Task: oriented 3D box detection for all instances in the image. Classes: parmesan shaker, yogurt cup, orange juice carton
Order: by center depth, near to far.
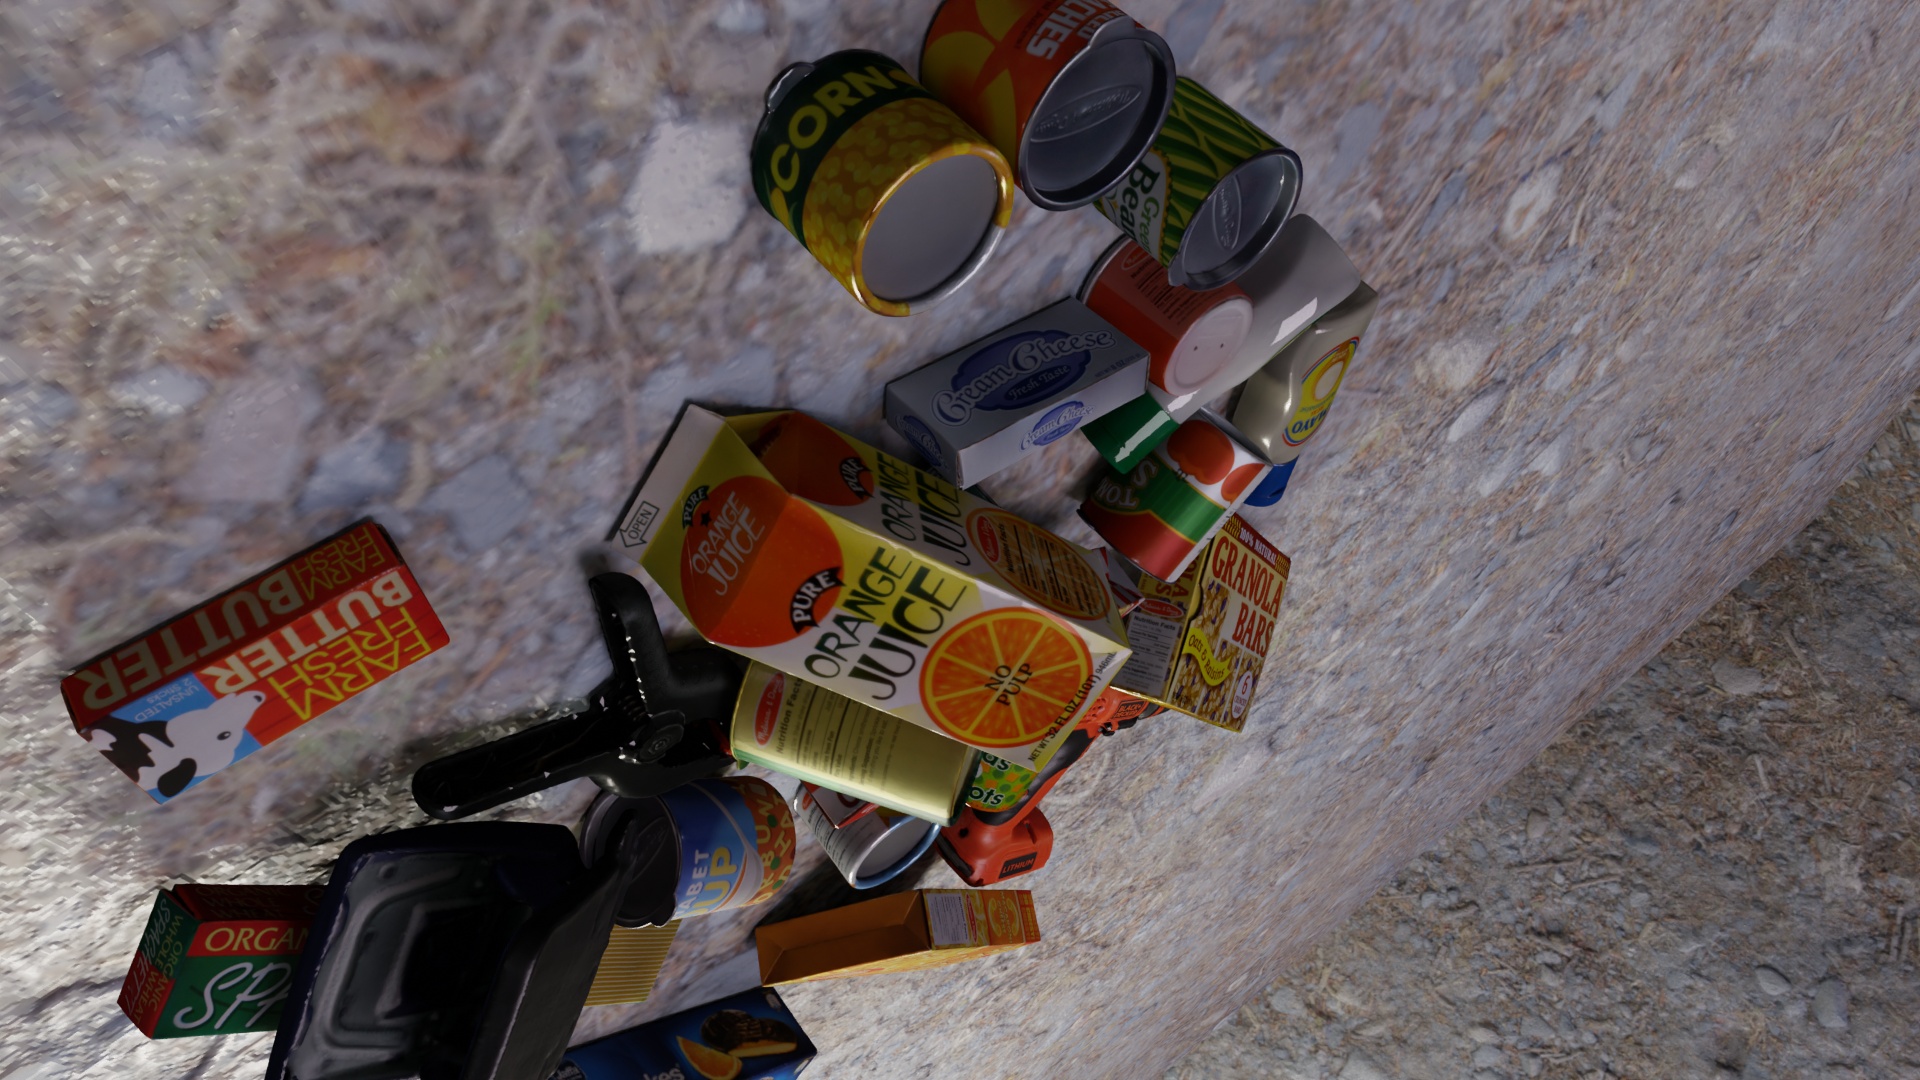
[{"bbox_3d":[-0.035,0.014,0.551,0.192,0.073,0.071,25,115,-20],"label":"orange juice carton"},{"bbox_3d":[-0.043,0.084,0.622,0.071,0.103,0.071,14,92,-80],"label":"parmesan shaker"},{"bbox_3d":[0.095,-0.102,0.627,0.072,0.054,0.072,-31,149,-21],"label":"yogurt cup"}]

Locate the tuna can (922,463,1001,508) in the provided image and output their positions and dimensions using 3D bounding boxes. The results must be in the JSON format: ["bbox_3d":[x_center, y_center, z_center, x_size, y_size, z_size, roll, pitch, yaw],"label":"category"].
[{"bbox_3d":[0.002,-0.008,0.628,0.033,0.071,0.071,-43,152,1],"label":"tuna can"}]

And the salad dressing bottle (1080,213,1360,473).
[{"bbox_3d":[0.123,-0.093,0.677,0.147,0.044,0.064,-41,-163,12],"label":"salad dressing bottle"}]

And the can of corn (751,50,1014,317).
[{"bbox_3d":[-0.026,-0.116,0.451,0.071,0.058,0.070,-31,150,-21],"label":"can of corn"}]

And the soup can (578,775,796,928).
[{"bbox_3d":[-0.129,0.151,0.672,0.071,0.071,0.084,-52,150,17],"label":"soup can"}]

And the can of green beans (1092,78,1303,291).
[{"bbox_3d":[0.095,-0.145,0.564,0.071,0.058,0.071,-31,150,-20],"label":"can of green beans"}]

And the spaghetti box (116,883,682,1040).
[{"bbox_3d":[-0.224,0.178,0.601,0.250,0.029,0.050,21,92,-54],"label":"spaghetti box"}]

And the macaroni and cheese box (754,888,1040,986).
[{"bbox_3d":[-0.037,0.261,0.918,0.123,0.040,0.166,-19,159,22],"label":"macaroni and cheese box"}]

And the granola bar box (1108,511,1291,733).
[{"bbox_3d":[0.156,0.049,0.872,0.165,0.039,0.124,27,79,-60],"label":"granola bar box"}]

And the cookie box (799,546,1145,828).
[{"bbox_3d":[0.008,0.073,0.709,0.167,0.040,0.123,-40,170,17],"label":"cookie box"}]

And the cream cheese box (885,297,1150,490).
[{"bbox_3d":[0.024,-0.064,0.591,0.104,0.053,0.024,-29,142,-24],"label":"cream cheese box"}]

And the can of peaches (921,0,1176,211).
[{"bbox_3d":[0.029,-0.156,0.467,0.071,0.058,0.071,-30,149,-20],"label":"can of peaches"}]

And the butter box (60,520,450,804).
[{"bbox_3d":[-0.224,0.039,0.450,0.104,0.024,0.052,-32,150,-19],"label":"butter box"}]

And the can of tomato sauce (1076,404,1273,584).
[{"bbox_3d":[0.113,-0.030,0.739,0.083,0.071,0.071,-52,150,15],"label":"can of tomato sauce"}]

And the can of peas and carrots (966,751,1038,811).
[{"bbox_3d":[0.020,0.118,0.819,0.071,0.071,0.058,-8,137,-46],"label":"can of peas and carrots"}]

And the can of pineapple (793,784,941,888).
[{"bbox_3d":[-0.051,0.155,0.791,0.071,0.058,0.070,-31,150,-21],"label":"can of pineapple"}]

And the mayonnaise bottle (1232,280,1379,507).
[{"bbox_3d":[0.186,-0.081,0.784,0.065,0.041,0.147,-28,148,-29],"label":"mayonnaise bottle"}]
